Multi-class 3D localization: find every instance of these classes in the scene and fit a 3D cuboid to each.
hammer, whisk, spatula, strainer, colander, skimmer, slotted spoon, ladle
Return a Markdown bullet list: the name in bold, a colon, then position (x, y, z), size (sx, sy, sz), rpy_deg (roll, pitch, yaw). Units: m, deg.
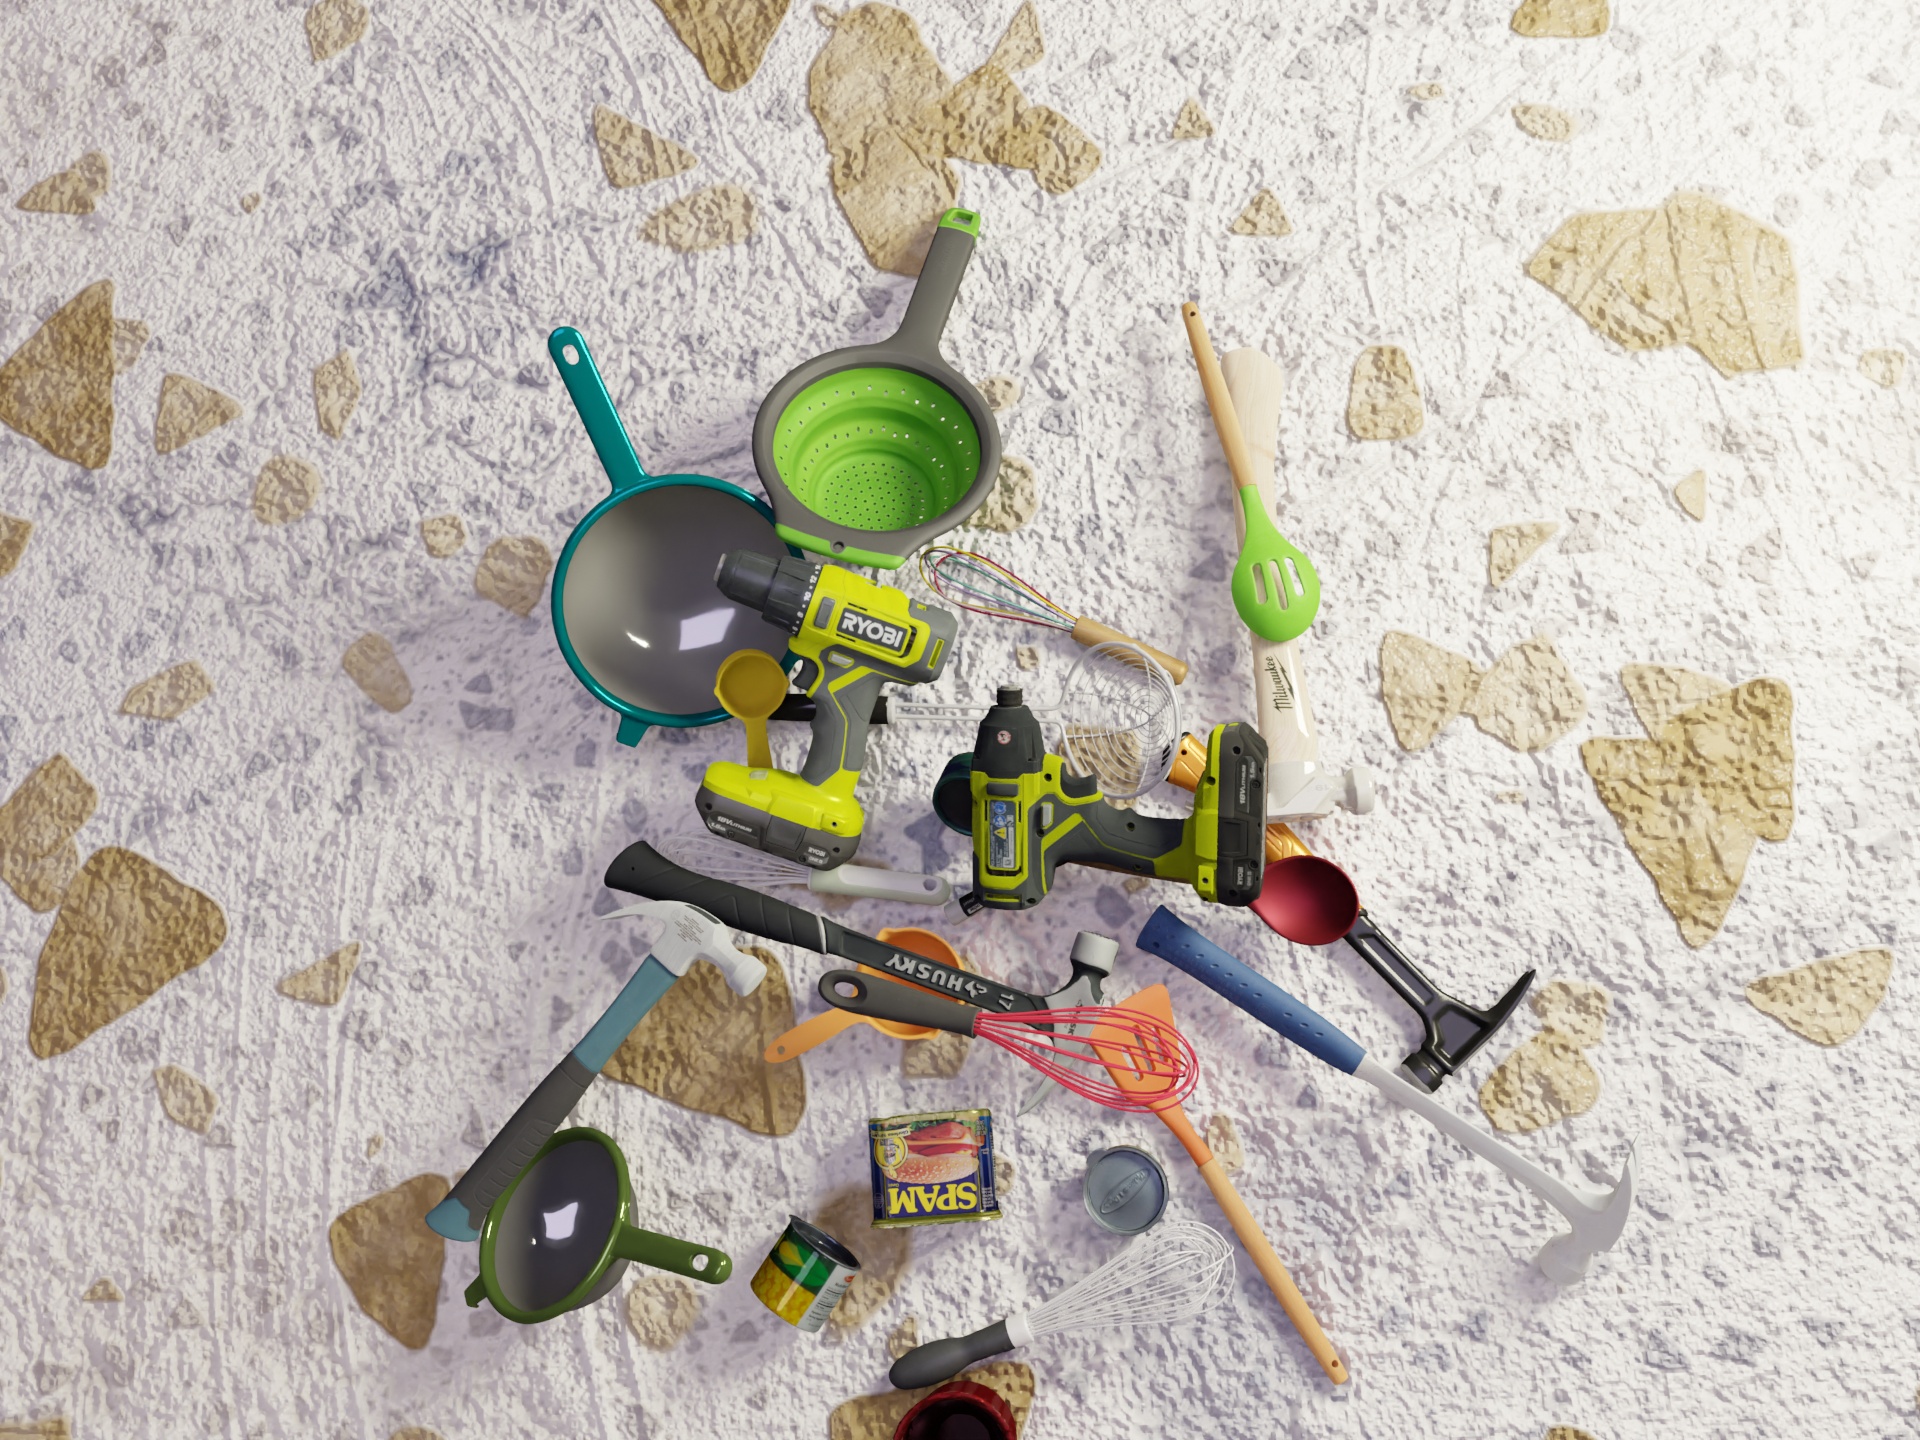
- **hammer**: position (0.240, -0.117, 1.305), size (0.146, 0.038, 0.411), rpy_deg (-4, 72, 4)
- **whisk**: position (-0.130, 0.126, 1.310), size (0.246, 0.059, 0.058), rpy_deg (7, 51, 4)
- **spatula**: position (0.204, 0.359, 1.220), size (0.081, 0.041, 0.323), rpy_deg (-27, 77, -25)
- **hammer**: position (0.314, 0.262, 1.203), size (0.406, 0.144, 0.035), rpy_deg (33, 42, 18)
- **hammer**: position (-0.301, 0.277, 1.242), size (0.128, 0.033, 0.331), rpy_deg (40, 93, 13)
- **whisk**: position (0.031, 0.227, 1.173), size (0.296, 0.073, 0.073), rpy_deg (11, 79, 17)
- **whisk**: position (0.076, -0.086, 1.337), size (0.245, 0.051, 0.047), rpy_deg (25, 103, 7)
- **hammer**: position (0.292, 0.130, 1.263), size (0.127, 0.034, 0.337), rpy_deg (-44, 77, -3)
- **hammer**: position (-0.091, 0.180, 1.245), size (0.409, 0.036, 0.149), rpy_deg (17, 81, 11)
- **strainer**: position (-0.257, -0.162, 1.308), size (0.211, 0.095, 0.340), rpy_deg (-24, 110, -7)
- **strainer**: position (-0.257, 0.401, 1.217), size (0.256, 0.069, 0.152), rpy_deg (0, 59, 36)
- **colander**: position (-0.050, -0.277, 1.374), size (0.204, 0.094, 0.397), rpy_deg (16, 62, 3)
- **skimmer**: position (-0.002, -0.004, 1.297), size (0.363, 0.090, 0.127), rpy_deg (2, 97, 8)
- **slotted spoon**: position (0.227, -0.212, 1.305), size (0.070, 0.031, 0.314), rpy_deg (-13, 70, 1)
- **ladle**: position (0.158, 0.120, 1.266), size (0.315, 0.031, 0.069), rpy_deg (10, 89, 18)
- **whisk**: position (0.075, 0.452, 1.208), size (0.284, 0.070, 0.070), rpy_deg (-23, 76, 6)

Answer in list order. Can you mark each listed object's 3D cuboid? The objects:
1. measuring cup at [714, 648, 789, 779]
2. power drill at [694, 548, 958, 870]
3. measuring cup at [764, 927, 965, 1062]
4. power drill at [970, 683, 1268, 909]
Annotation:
- **measuring cup**: position (-0.170, 0.014, 1.322), size (0.062, 0.029, 0.156), rpy_deg (-8, 113, -12)
- **power drill**: position (-0.127, -0.014, 1.260), size (0.190, 0.080, 0.228), rpy_deg (20, 102, -7)
- **measuring cup**: position (-0.075, 0.231, 1.276), size (0.173, 0.052, 0.095), rpy_deg (-28, 75, 3)
- **power drill**: position (0.118, 0.060, 1.209), size (0.223, 0.080, 0.171), rpy_deg (2, 99, 14)
